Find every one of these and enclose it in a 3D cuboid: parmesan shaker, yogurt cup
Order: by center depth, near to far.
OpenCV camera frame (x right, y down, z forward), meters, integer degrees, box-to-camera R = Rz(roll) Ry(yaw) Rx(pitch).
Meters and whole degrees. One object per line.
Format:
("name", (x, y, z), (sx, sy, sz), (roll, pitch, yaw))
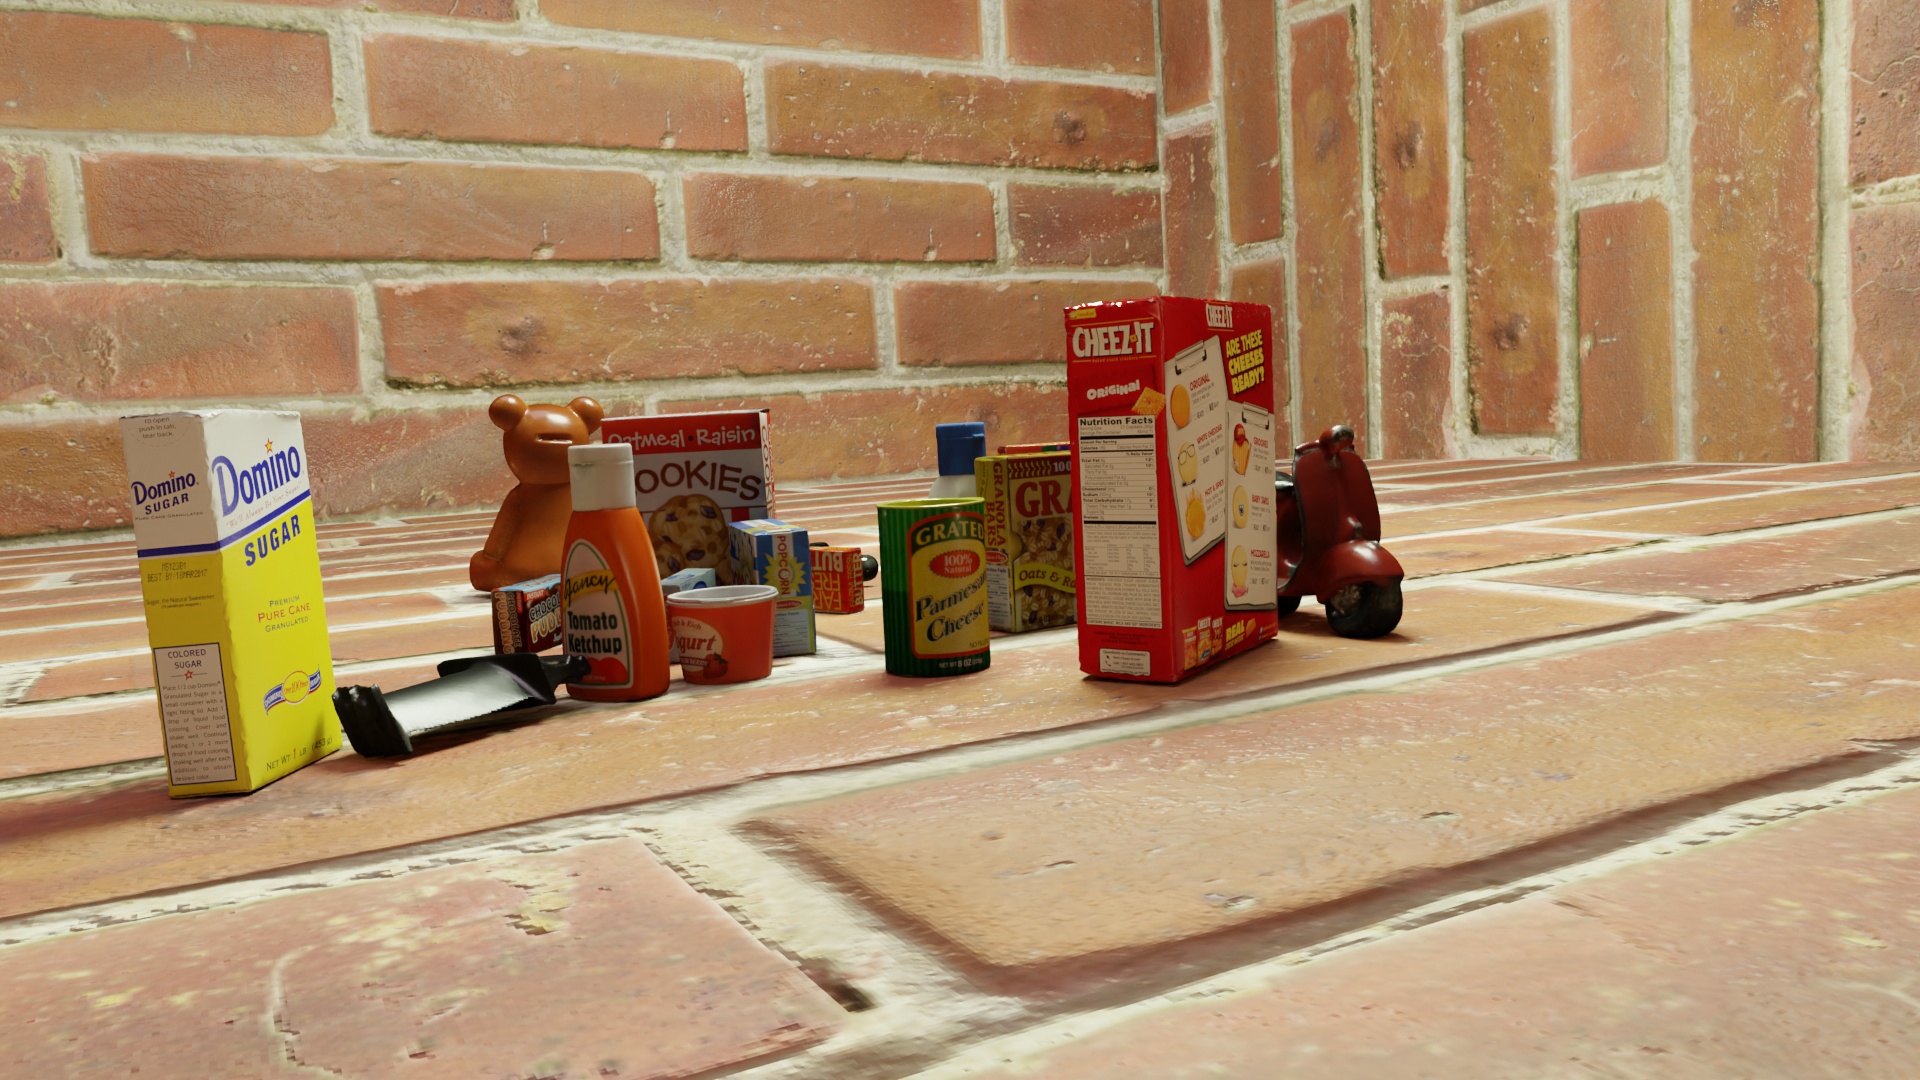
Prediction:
("parmesan shaker", (-0.013, 0.027, 0.851), (0.071, 0.103, 0.071), (-3, 5, 0))
("yogurt cup", (-0.146, 0.058, 0.861), (0.072, 0.054, 0.072), (-3, 5, 0))

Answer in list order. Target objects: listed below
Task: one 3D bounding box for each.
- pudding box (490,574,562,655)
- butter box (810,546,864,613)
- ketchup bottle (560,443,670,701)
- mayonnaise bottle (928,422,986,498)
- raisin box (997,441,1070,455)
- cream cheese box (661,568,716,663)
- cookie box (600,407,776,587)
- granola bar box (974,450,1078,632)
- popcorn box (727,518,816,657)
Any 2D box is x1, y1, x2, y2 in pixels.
("pudding box", (-0.311, 0.054, 1.027), (0.030, 0.049, 0.084), (-2, 5, 14))
("butter box", (-0.125, 0.031, 1.142), (0.103, 0.053, 0.024), (1, 6, 36))
("ketchup bottle", (-0.206, 0.018, 0.816), (0.064, 0.148, 0.043), (-1, 5, 27))
("mayonnaise bottle", (0.004, -0.013, 1.028), (0.041, 0.148, 0.065), (1, 7, 45))
("raisin box", (0.082, -0.030, 1.297), (0.086, 0.123, 0.040), (-4, 5, -9))
("cream cheese box", (-0.192, 0.051, 0.967), (0.024, 0.053, 0.104), (-3, 5, 3))
("cookie box", (-0.204, -0.014, 1.061), (0.123, 0.167, 0.040), (-3, 5, 3))
("granola bar box", (0.090, -0.005, 1.020), (0.166, 0.124, 0.039), (-7, 6, -36))
("popcorn box", (-0.134, 0.031, 0.976), (0.038, 0.085, 0.126), (-5, 5, -17))
